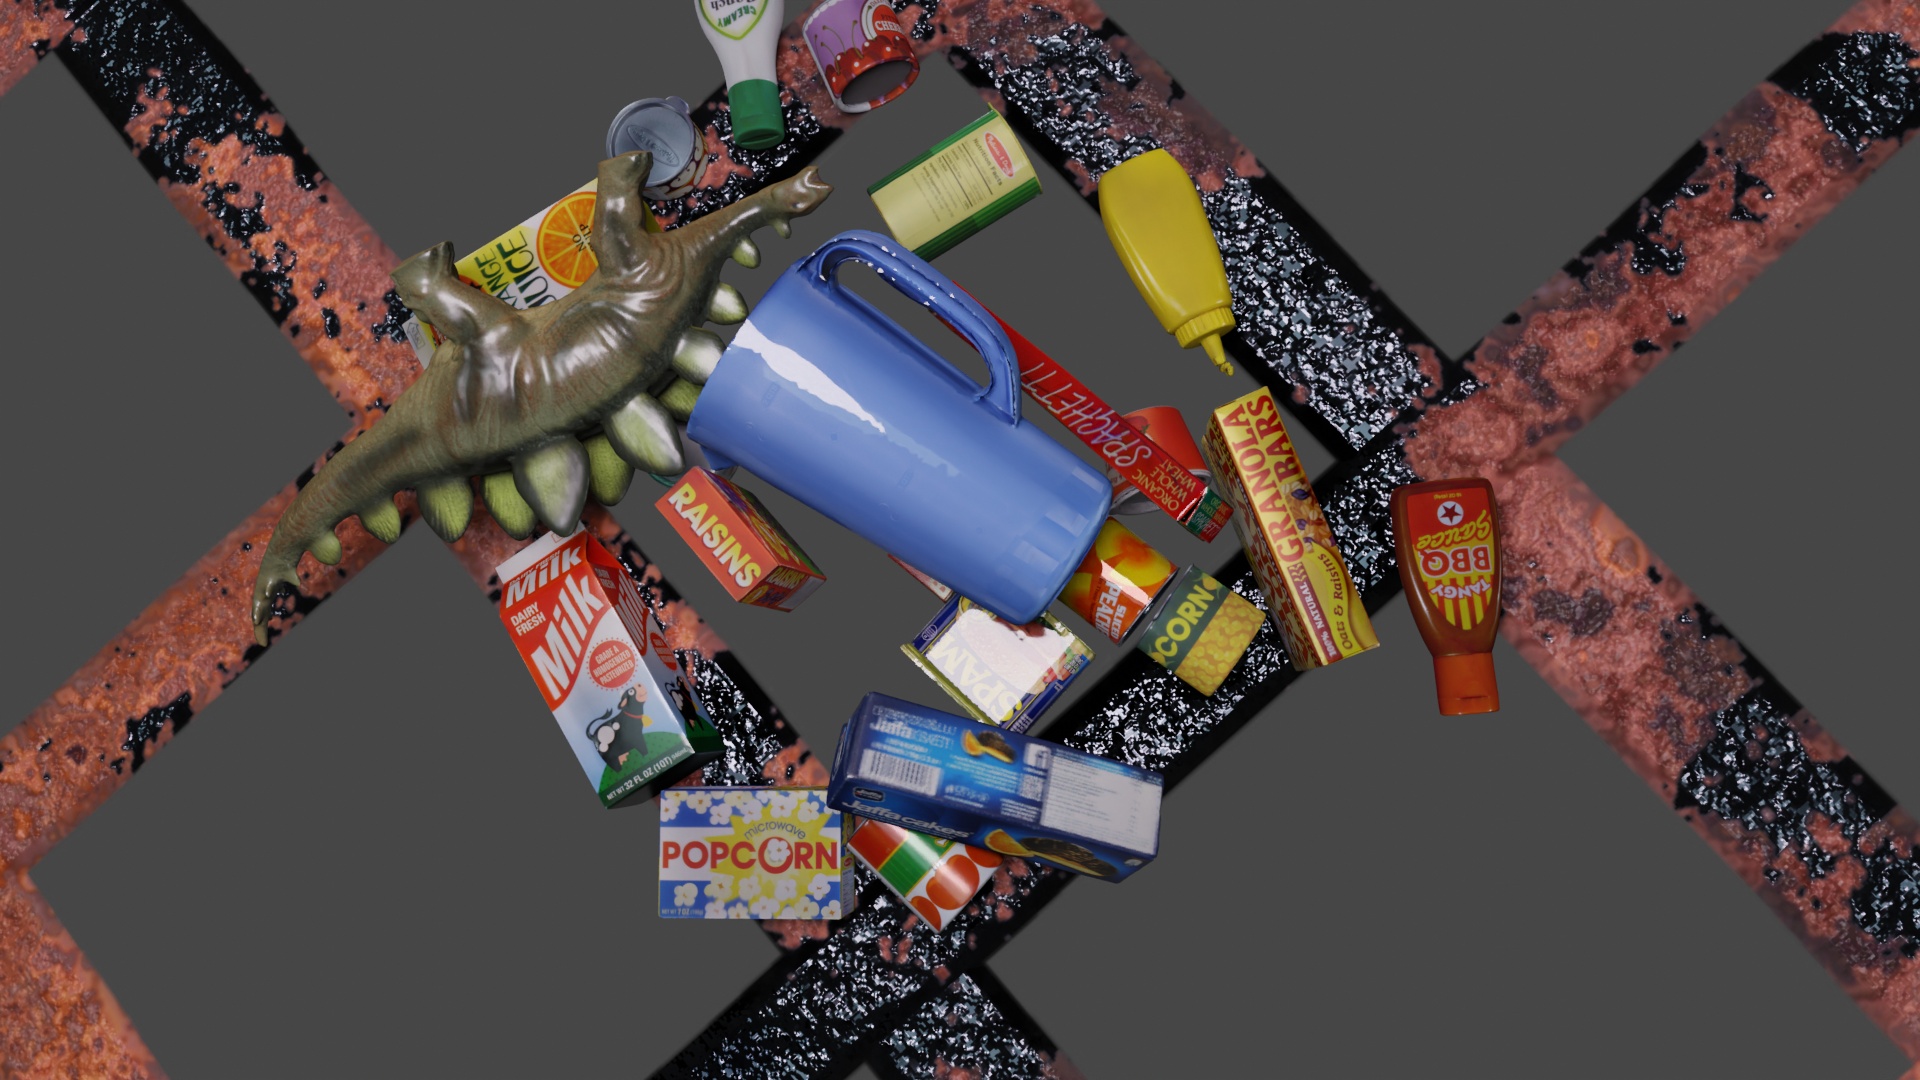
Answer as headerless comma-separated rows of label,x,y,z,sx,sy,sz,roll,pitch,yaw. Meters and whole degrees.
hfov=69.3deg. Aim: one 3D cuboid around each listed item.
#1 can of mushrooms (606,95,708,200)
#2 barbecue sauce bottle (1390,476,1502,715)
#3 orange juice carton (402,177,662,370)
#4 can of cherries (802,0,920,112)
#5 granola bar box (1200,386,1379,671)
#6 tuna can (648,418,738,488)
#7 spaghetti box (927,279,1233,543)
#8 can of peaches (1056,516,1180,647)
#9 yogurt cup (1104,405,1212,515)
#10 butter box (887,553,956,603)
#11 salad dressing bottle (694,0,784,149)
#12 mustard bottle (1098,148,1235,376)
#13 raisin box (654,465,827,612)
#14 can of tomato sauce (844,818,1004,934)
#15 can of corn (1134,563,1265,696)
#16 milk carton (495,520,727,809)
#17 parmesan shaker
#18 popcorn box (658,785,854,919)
can of mushrooms,-0.216,-0.283,1.000,0.071,0.033,0.071,-1,83,8
barbecue sauce bottle,0.315,0.036,0.887,0.065,0.043,0.148,-6,83,6
orange juice carton,-0.299,-0.171,0.978,0.192,0.073,0.072,-30,82,4
can of cherries,-0.067,-0.343,0.970,0.071,0.071,0.058,-25,81,4
granola bar box,0.200,-0.002,0.865,0.039,0.124,0.165,-22,81,3
tuna can,-0.192,-0.066,0.971,0.071,0.033,0.071,-1,83,7
spaghetti box,0.072,-0.086,0.886,0.028,0.050,0.251,-50,58,7
can of peaches,0.099,0.028,0.903,0.058,0.071,0.071,38,90,11
yogurt cup,0.125,-0.053,0.913,0.072,0.072,0.054,-17,74,5
butter box,0.003,-0.012,0.943,0.053,0.024,0.103,41,90,9
salad dressing bottle,-0.154,-0.356,0.995,0.064,0.044,0.147,-11,82,8
mustard bottle,0.146,-0.180,0.932,0.065,0.049,0.160,-23,82,5
raisin box,-0.141,0.002,0.911,0.040,0.123,0.086,-42,80,2
can of tomato sauce,-0.022,0.201,0.900,0.083,0.071,0.071,42,90,9
can of corn,0.154,0.058,0.891,0.058,0.071,0.071,35,89,9
milk carton,-0.243,0.080,0.940,0.072,0.073,0.191,-33,80,3
parmesan shaker,-0.006,-0.242,0.951,0.103,0.071,0.071,-31,81,4
popcorn box,-0.136,0.208,0.929,0.127,0.038,0.085,-1,83,7
